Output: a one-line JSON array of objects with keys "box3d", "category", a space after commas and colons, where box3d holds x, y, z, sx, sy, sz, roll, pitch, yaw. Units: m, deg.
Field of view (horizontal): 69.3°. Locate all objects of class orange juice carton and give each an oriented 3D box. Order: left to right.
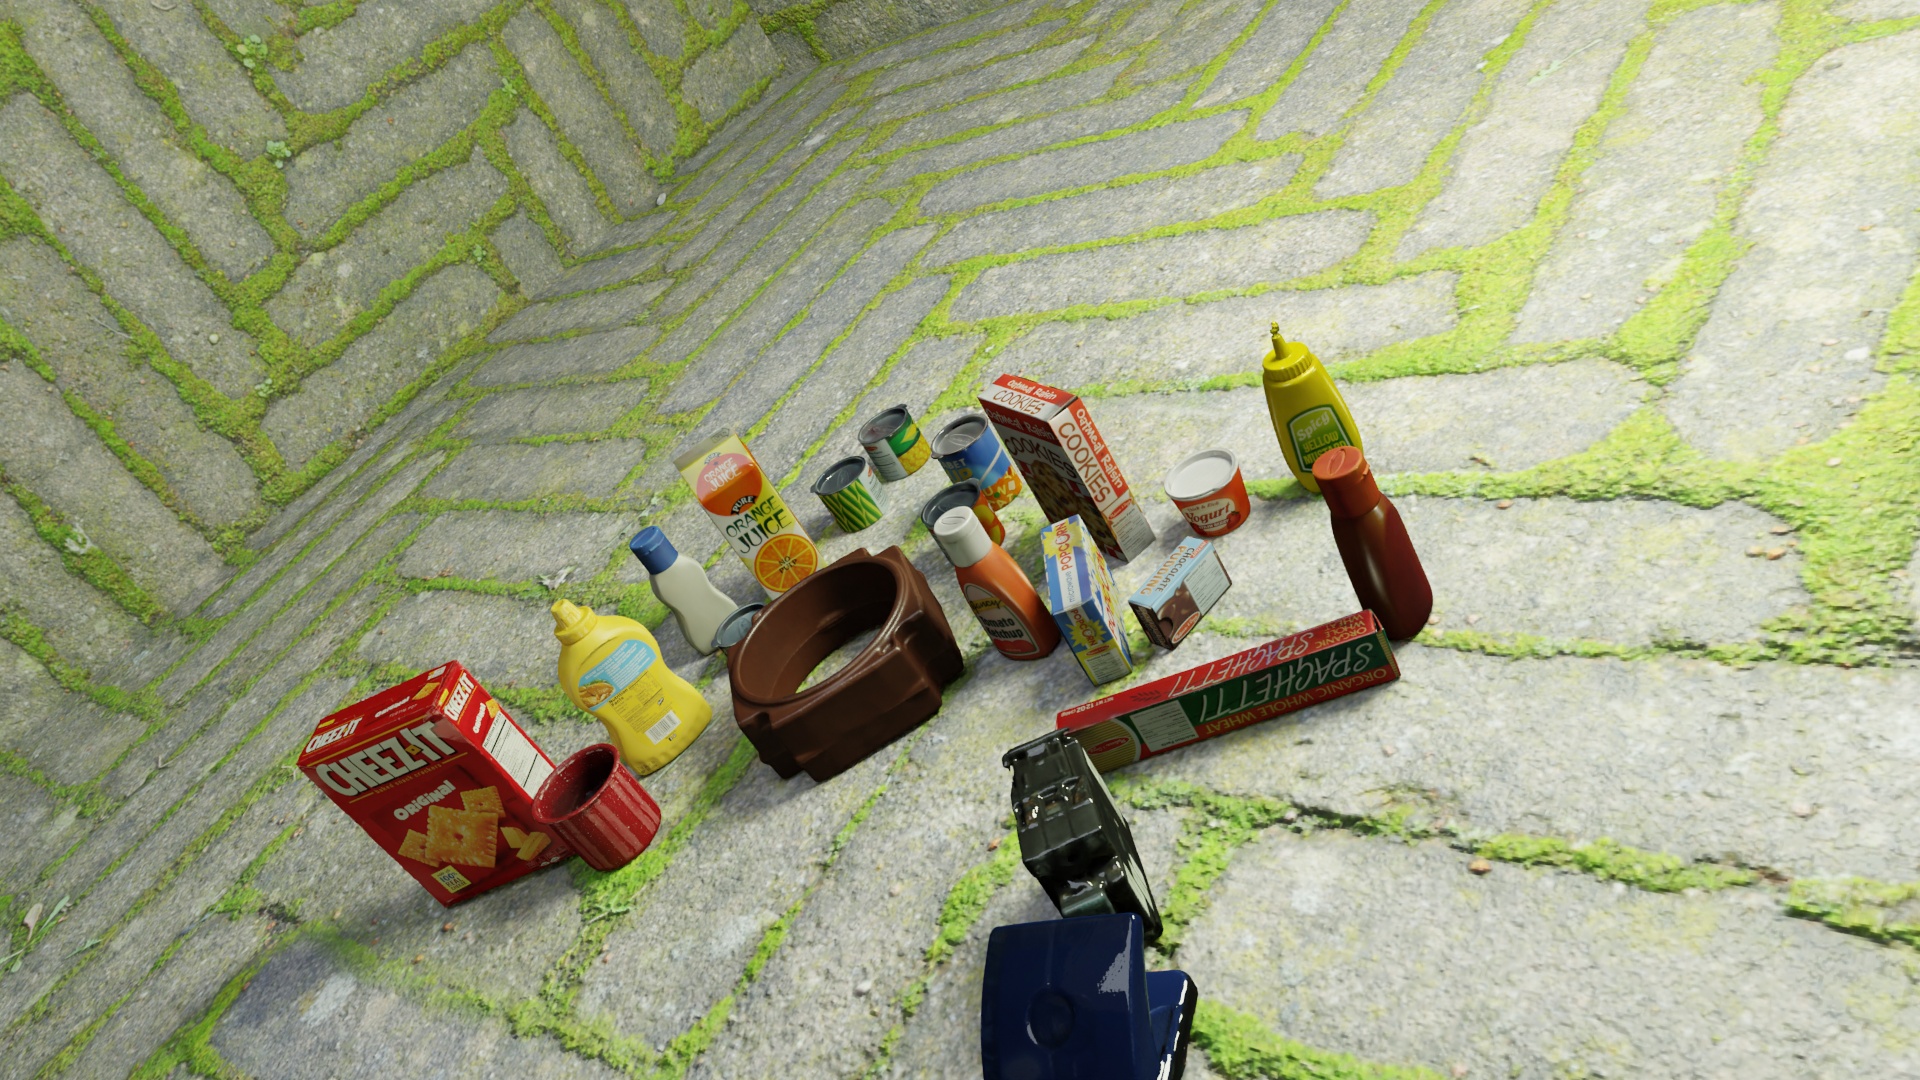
[{"box3d": [-0.223, -0.031, 1.470, 0.072, 0.192, 0.073, -35, 30, -4], "category": "orange juice carton"}]

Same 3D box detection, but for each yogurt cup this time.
[{"box3d": [0.219, -0.040, 1.214, 0.072, 0.053, 0.073, -23, 31, 15], "category": "yogurt cup"}]

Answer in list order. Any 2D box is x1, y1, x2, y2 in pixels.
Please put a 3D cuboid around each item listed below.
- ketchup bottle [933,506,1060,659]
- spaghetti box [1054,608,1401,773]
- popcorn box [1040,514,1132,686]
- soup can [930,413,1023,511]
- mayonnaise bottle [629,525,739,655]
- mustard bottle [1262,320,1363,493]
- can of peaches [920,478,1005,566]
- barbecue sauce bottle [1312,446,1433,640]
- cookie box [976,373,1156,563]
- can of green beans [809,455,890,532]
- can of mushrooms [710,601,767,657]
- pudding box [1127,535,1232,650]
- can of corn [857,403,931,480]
[{"box3d": [0.028, 0.037, 1.182, 0.064, 0.148, 0.044, -1, 42, 43], "category": "ketchup bottle"}, {"box3d": [0.192, 0.114, 1.014, 0.250, 0.050, 0.029, -21, 31, 18], "category": "spaghetti box"}, {"box3d": [0.104, 0.048, 1.158, 0.038, 0.085, 0.127, -24, 31, 14], "category": "popcorn box"}, {"box3d": [0.016, -0.076, 1.426, 0.071, 0.083, 0.072, -23, 31, 15], "category": "soup can"}, {"box3d": [-0.290, 0.050, 1.458, 0.065, 0.147, 0.041, -41, 31, -15], "category": "mayonnaise bottle"}, {"box3d": [0.285, -0.114, 1.155, 0.065, 0.159, 0.049, -25, 30, 14], "category": "mustard bottle"}, {"box3d": [0.005, -0.017, 1.374, 0.071, 0.058, 0.071, -23, 31, 15], "category": "can of peaches"}, {"box3d": [0.294, 0.000, 0.991, 0.043, 0.148, 0.065, -5, 40, 39], "category": "barbecue sauce bottle"}, {"box3d": [0.095, -0.067, 1.255, 0.040, 0.167, 0.123, -41, 31, -14], "category": "cookie box"}, {"box3d": [-0.120, -0.051, 1.540, 0.071, 0.057, 0.071, -23, 31, 15], "category": "can of green beans"}, {"box3d": [-0.220, 0.099, 1.435, 0.071, 0.033, 0.071, -23, 31, 15], "category": "can of mushrooms"}, {"box3d": [0.180, 0.042, 1.133, 0.084, 0.049, 0.030, -45, 32, -22], "category": "pudding box"}, {"box3d": [-0.073, -0.112, 1.587, 0.071, 0.058, 0.071, -23, 31, 15], "category": "can of corn"}]
